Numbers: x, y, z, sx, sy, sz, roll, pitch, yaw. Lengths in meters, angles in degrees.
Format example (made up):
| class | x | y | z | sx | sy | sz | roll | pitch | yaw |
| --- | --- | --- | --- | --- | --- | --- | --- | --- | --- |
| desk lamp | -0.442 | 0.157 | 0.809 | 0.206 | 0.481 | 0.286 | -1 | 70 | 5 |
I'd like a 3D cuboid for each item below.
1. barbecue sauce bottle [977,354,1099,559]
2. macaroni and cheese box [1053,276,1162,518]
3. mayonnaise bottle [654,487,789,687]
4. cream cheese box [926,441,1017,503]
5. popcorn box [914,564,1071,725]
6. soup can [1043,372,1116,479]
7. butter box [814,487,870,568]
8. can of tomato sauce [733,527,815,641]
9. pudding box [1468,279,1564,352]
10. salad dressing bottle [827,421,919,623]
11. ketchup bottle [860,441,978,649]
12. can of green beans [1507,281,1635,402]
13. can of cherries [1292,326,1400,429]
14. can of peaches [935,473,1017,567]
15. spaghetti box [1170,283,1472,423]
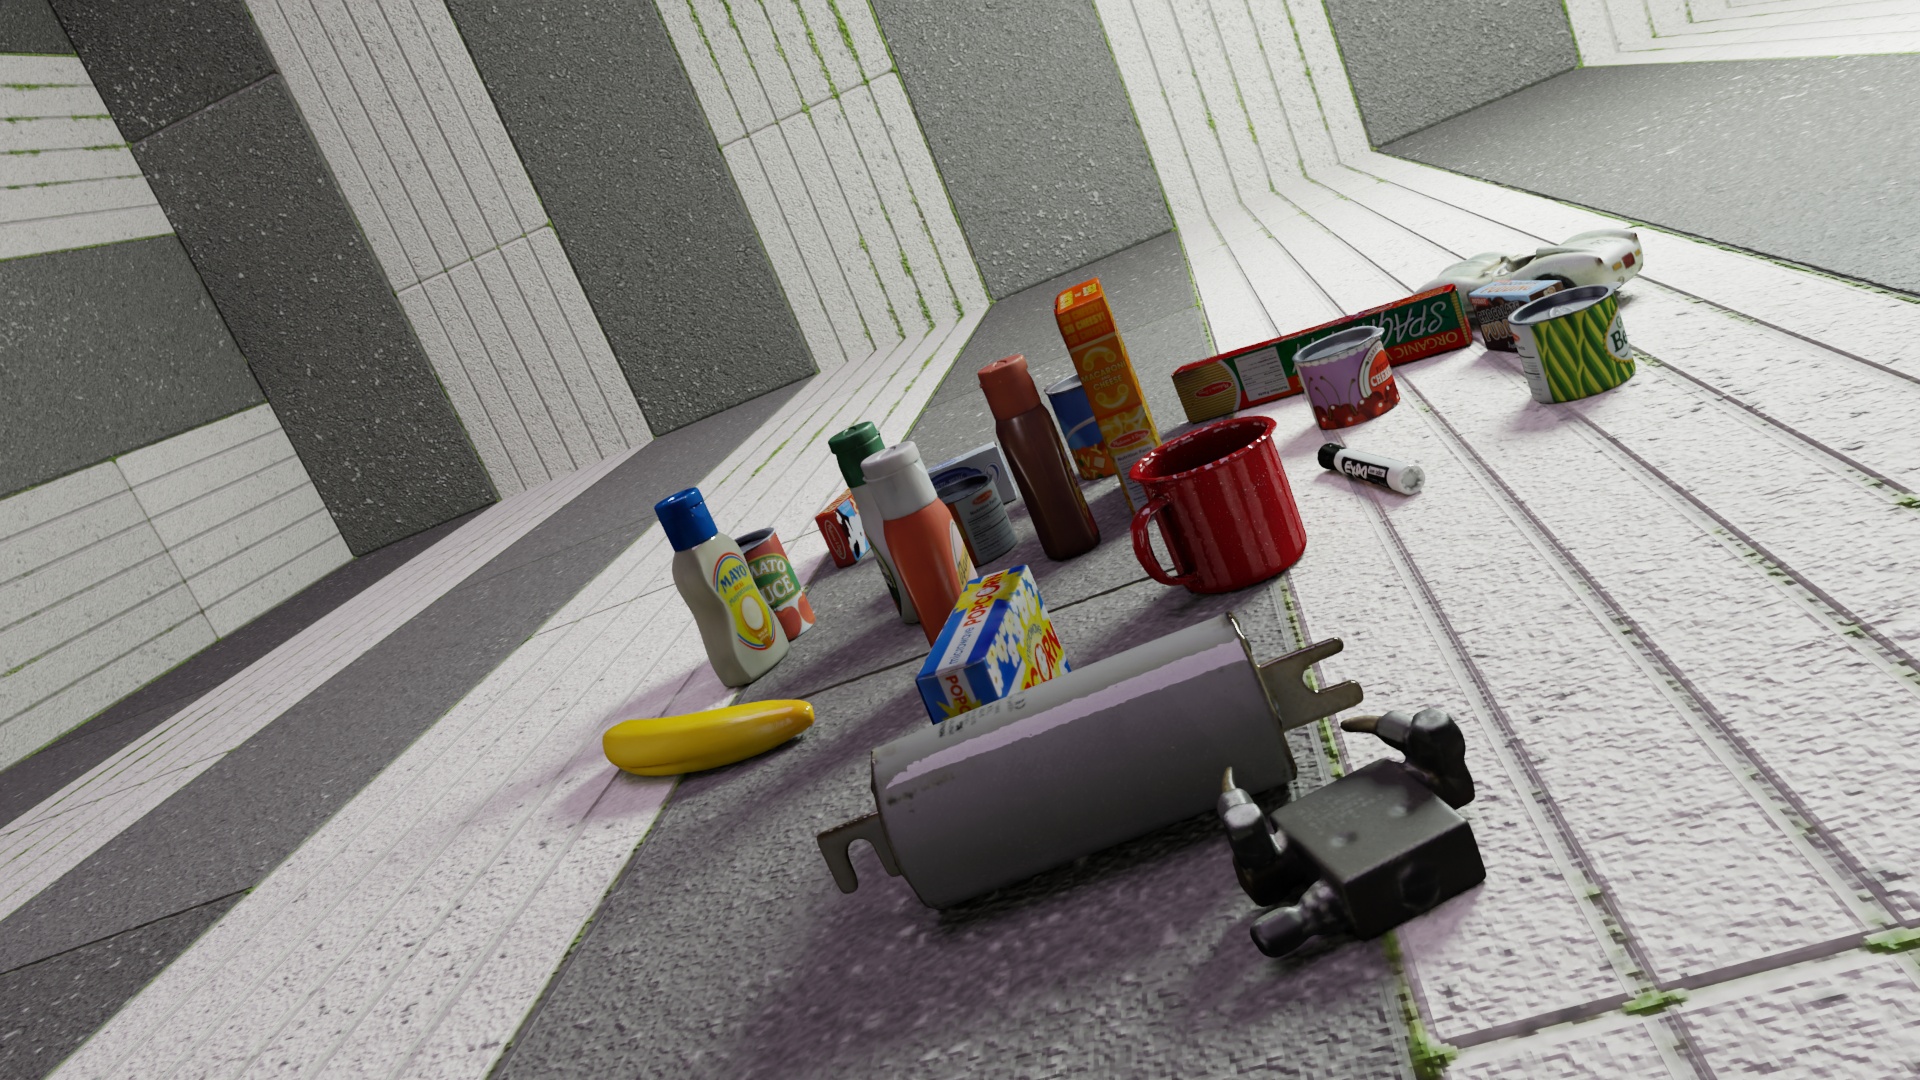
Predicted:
| class | x | y | z | sx | sy | sz | roll | pitch | yaw |
| --- | --- | --- | --- | --- | --- | --- | --- | --- | --- |
| barbecue sauce bottle | 0.056 | -0.062 | 1.019 | 0.044 | 0.148 | 0.065 | -23 | 14 | 1 |
| macaroni and cheese box | 0.119 | -0.111 | 1.065 | 0.040 | 0.166 | 0.124 | -21 | 14 | 10 |
| mayonnaise bottle | -0.183 | 0.033 | 1.046 | 0.041 | 0.147 | 0.065 | -14 | 17 | 34 |
| cream cheese box | -0.005 | -0.044 | 1.246 | 0.104 | 0.053 | 0.024 | -23 | 14 | 3 |
| popcorn box | 0.022 | 0.075 | 0.702 | 0.038 | 0.085 | 0.127 | -19 | 15 | 18 |
| soup can | 0.118 | -0.103 | 1.206 | 0.071 | 0.083 | 0.071 | -22 | 14 | 6 |
| butter box | -0.098 | -0.019 | 1.296 | 0.024 | 0.053 | 0.104 | -17 | 15 | 24 |
| can of tomato sauce | -0.162 | 0.041 | 1.119 | 0.071 | 0.083 | 0.071 | -22 | 14 | 6 |
| pudding box | 0.421 | -0.168 | 1.039 | 0.030 | 0.049 | 0.084 | -24 | 14 | -5 |
| salad dressing bottle | -0.051 | -0.014 | 1.012 | 0.044 | 0.147 | 0.064 | -23 | 14 | -1 |
| ketchup bottle | -0.017 | 0.013 | 0.861 | 0.043 | 0.148 | 0.065 | -20 | 14 | 14 |
| can of green beans | 0.401 | -0.129 | 0.911 | 0.071 | 0.057 | 0.071 | -22 | 14 | 6 |
| can of cherries | 0.296 | -0.124 | 1.056 | 0.071 | 0.058 | 0.072 | -22 | 14 | 6 |
| can of peaches | 0.004 | -0.014 | 1.111 | 0.071 | 0.058 | 0.071 | -22 | 14 | 6 |
| spaghetti box | 0.303 | -0.156 | 1.179 | 0.249 | 0.050 | 0.029 | -15 | 16 | 31 |
